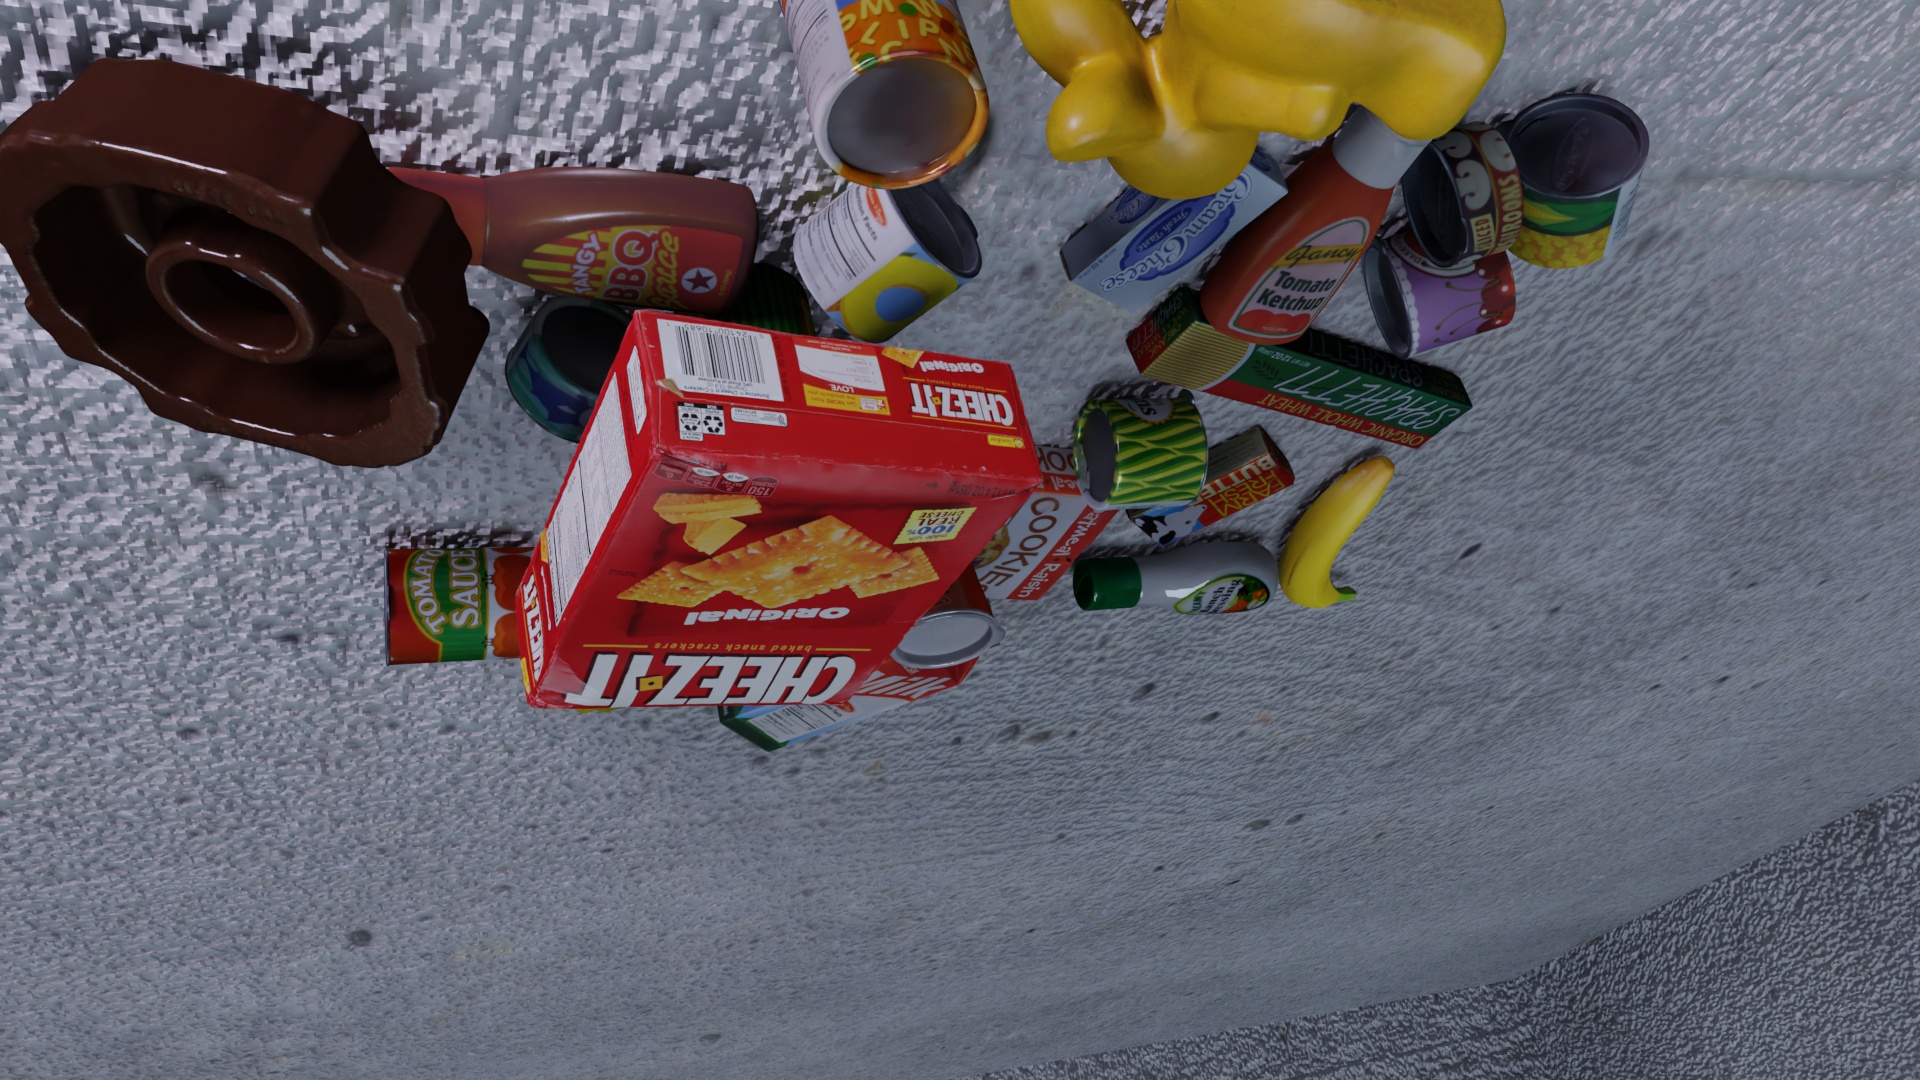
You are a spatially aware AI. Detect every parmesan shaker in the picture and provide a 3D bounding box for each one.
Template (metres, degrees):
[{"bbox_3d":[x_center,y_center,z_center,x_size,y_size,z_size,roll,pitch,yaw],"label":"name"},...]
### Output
[{"bbox_3d":[-0.095,-0.074,0.657,0.071,0.103,0.071,-11,150,-6],"label":"parmesan shaker"}]

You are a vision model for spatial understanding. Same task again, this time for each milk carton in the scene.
[{"bbox_3d":[-0.068,0.073,0.944,0.190,0.072,0.073,-20,149,11],"label":"milk carton"}]

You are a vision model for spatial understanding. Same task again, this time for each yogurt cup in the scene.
[{"bbox_3d":[-0.015,0.040,0.848,0.072,0.054,0.072,-10,149,-6],"label":"yogurt cup"}]

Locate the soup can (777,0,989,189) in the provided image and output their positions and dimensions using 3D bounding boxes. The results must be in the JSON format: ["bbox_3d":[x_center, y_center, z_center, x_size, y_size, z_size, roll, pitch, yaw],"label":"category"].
[{"bbox_3d":[-0.027,-0.185,0.523,0.071,0.084,0.071,-11,149,-7],"label":"soup can"}]

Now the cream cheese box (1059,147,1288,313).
[{"bbox_3d":[0.104,-0.158,0.685,0.053,0.024,0.103,16,138,-43],"label":"cream cheese box"}]

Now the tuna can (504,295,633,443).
[{"bbox_3d":[-0.173,-0.078,0.648,0.071,0.071,0.032,11,140,-37],"label":"tuna can"}]

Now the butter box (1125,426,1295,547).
[{"bbox_3d":[0.164,-0.034,0.916,0.103,0.024,0.053,-27,147,19],"label":"butter box"}]

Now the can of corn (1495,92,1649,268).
[{"bbox_3d":[0.302,-0.180,0.697,0.071,0.071,0.058,-18,150,6],"label":"can of corn"}]

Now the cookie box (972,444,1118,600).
[{"bbox_3d":[0.003,-0.011,0.867,0.168,0.040,0.122,4,145,-29],"label":"cookie box"}]

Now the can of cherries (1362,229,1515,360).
[{"bbox_3d":[0.255,-0.139,0.742,0.058,0.072,0.071,-18,149,4],"label":"can of cherries"}]

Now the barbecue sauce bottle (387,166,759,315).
[{"bbox_3d":[-0.165,-0.131,0.591,0.149,0.044,0.064,2,146,-25],"label":"barbecue sauce bottle"}]

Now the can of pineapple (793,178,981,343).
[{"bbox_3d":[-0.032,-0.131,0.629,0.057,0.071,0.071,-32,145,27],"label":"can of pineapple"}]

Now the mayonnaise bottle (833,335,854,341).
[{"bbox_3d":[-0.115,-0.059,0.734,0.148,0.041,0.064,-19,151,6],"label":"mayonnaise bottle"}]

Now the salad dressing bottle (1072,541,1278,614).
[{"bbox_3d":[0.154,0.029,0.996,0.148,0.044,0.064,-2,146,-20],"label":"salad dressing bottle"}]

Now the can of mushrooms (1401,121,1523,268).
[{"bbox_3d":[0.247,-0.169,0.684,0.033,0.071,0.070,-16,150,-1],"label":"can of mushrooms"}]

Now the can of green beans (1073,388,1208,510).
[{"bbox_3d":[0.105,-0.052,0.820,0.058,0.071,0.071,-3,148,-18],"label":"can of green beans"}]

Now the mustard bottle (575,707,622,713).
[{"bbox_3d":[-0.211,0.080,0.915,0.160,0.049,0.065,-22,147,12],"label":"mustard bottle"}]

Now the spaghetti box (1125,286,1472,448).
[{"bbox_3d":[0.209,-0.098,0.825,0.250,0.029,0.050,9,143,-35],"label":"spaghetti box"}]

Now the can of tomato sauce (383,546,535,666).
[{"bbox_3d":[-0.283,0.036,0.792,0.083,0.071,0.070,-1,147,-24],"label":"can of tomato sauce"}]

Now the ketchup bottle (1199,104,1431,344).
[{"bbox_3d":[0.181,-0.161,0.694,0.065,0.044,0.148,1,146,-25],"label":"ketchup bottle"}]
